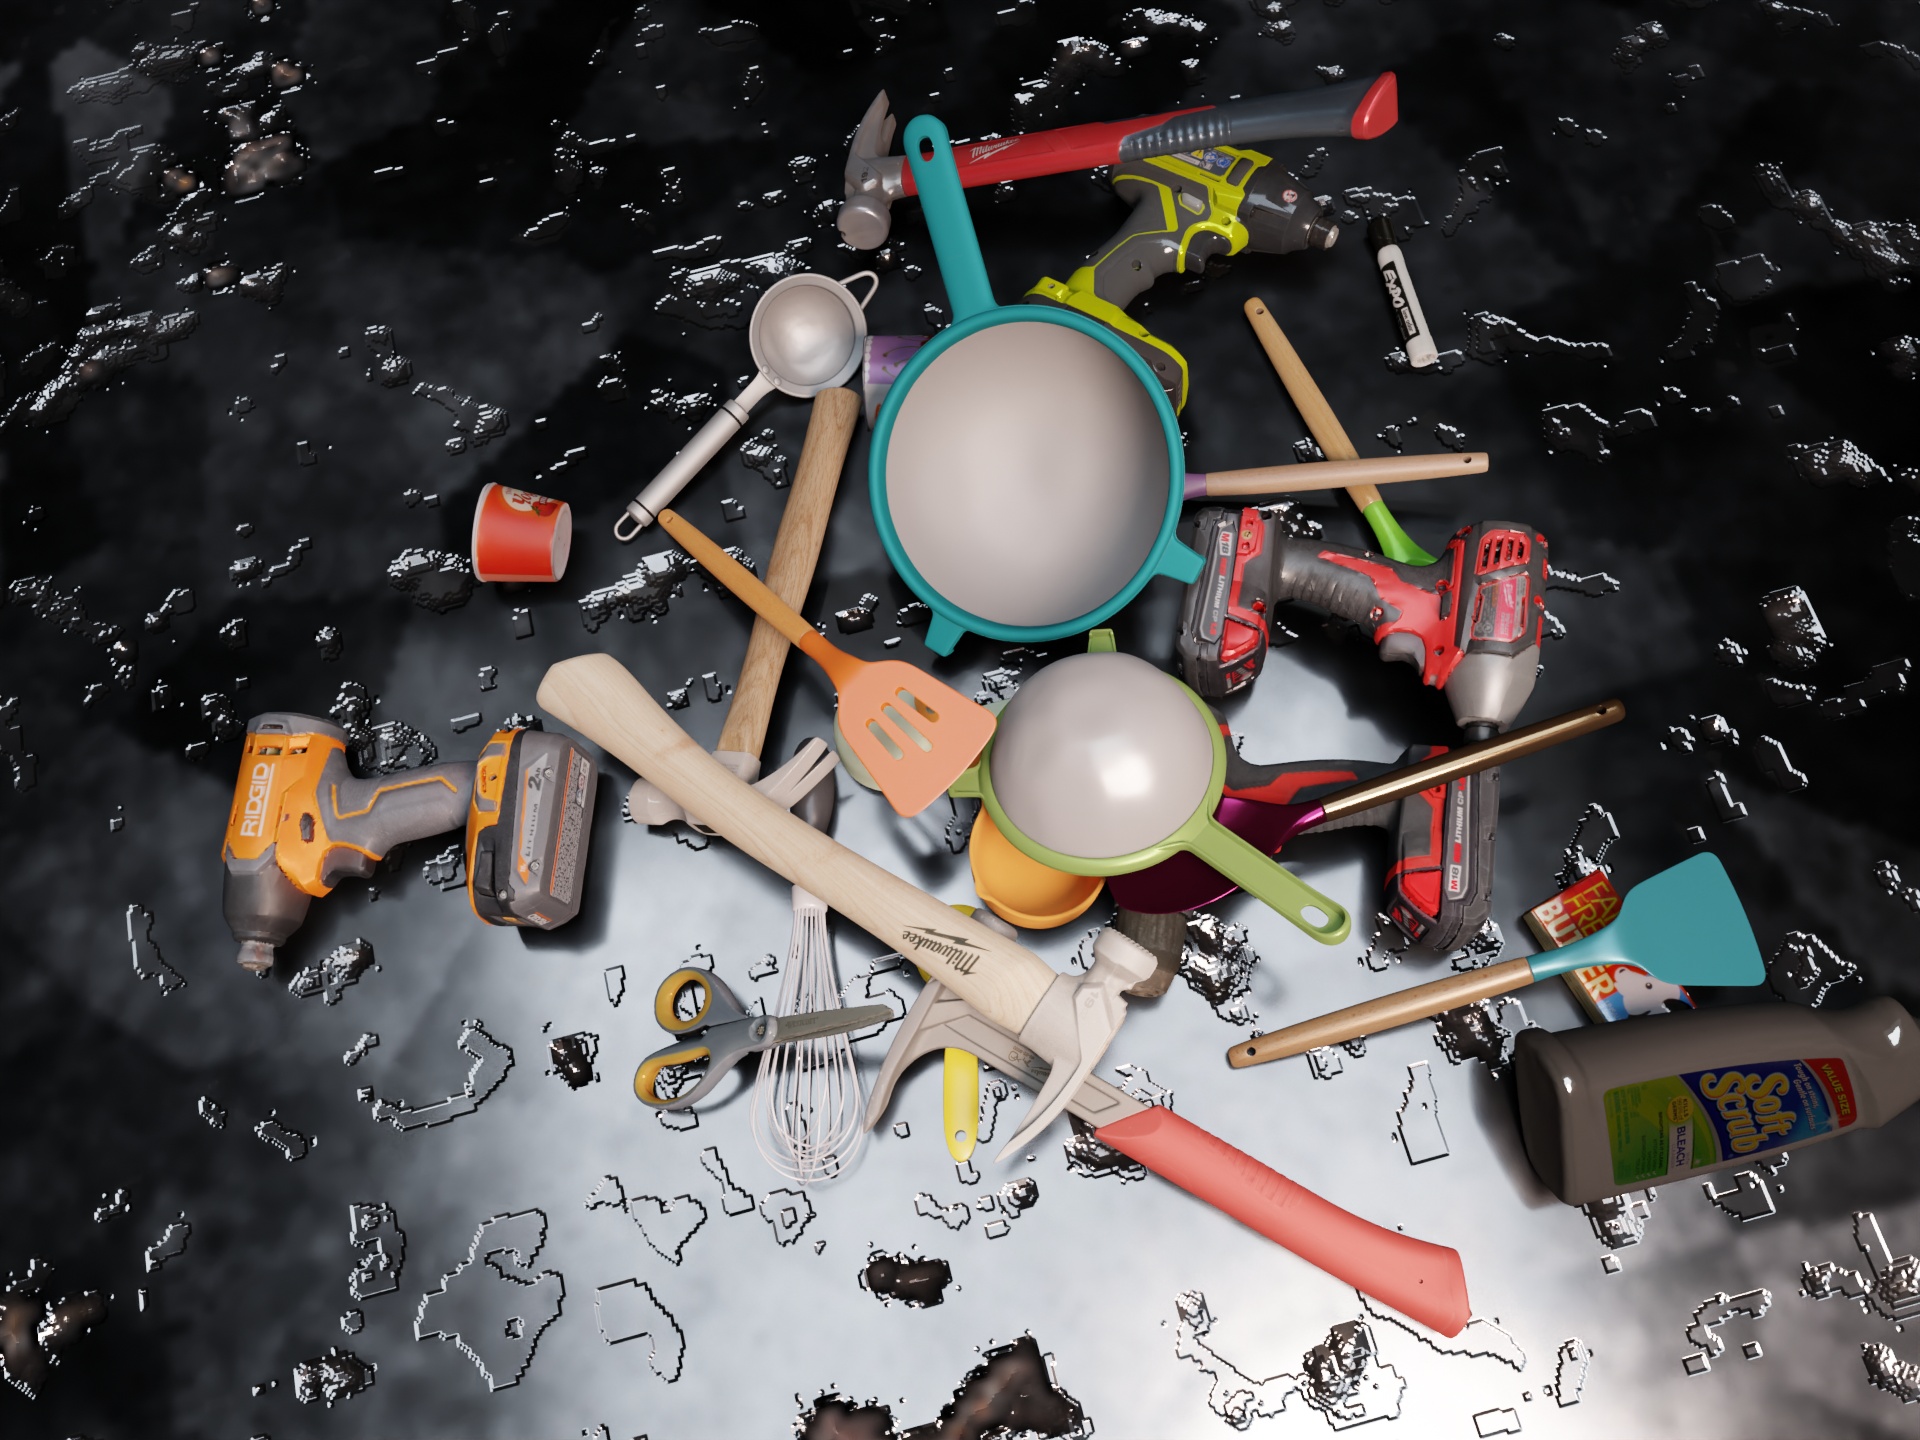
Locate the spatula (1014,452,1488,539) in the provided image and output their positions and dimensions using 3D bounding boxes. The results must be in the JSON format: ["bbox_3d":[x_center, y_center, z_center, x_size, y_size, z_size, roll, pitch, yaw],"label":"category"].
[{"bbox_3d":[0.192,-0.160,1.077,0.316,0.018,0.060,-4,75,10],"label":"spatula"}]

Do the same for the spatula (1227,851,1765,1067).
[{"bbox_3d":[0.315,0.160,0.955,0.317,0.044,0.082,-18,73,9],"label":"spatula"}]

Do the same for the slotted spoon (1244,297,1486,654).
[{"bbox_3d":[0.271,-0.167,1.087,0.070,0.031,0.314,-24,69,-2],"label":"slotted spoon"}]

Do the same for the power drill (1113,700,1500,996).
[{"bbox_3d":[0.203,0.088,0.978,0.227,0.080,0.188,8,71,9],"label":"power drill"}]

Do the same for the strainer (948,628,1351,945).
[{"bbox_3d":[0.118,0.039,0.919,0.257,0.069,0.151,36,70,29],"label":"strainer"}]

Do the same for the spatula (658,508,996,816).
[{"bbox_3d":[-0.106,-0.057,1.014,0.081,0.041,0.323,-47,51,-3],"label":"spatula"}]

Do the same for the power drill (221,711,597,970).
[{"bbox_3d":[-0.357,0.080,1.009,0.226,0.084,0.164,1,72,8],"label":"power drill"}]

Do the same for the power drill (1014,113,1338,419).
[{"bbox_3d":[0.145,-0.312,1.114,0.171,0.080,0.223,29,72,18],"label":"power drill"}]

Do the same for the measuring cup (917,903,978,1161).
[{"bbox_3d":[-0.001,0.189,0.975,0.062,0.029,0.157,-2,70,3],"label":"measuring cup"}]

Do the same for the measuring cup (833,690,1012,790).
[{"bbox_3d":[-0.002,-0.003,1.037,0.167,0.038,0.083,-11,71,1],"label":"measuring cup"}]

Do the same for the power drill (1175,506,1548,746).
[{"bbox_3d":[0.252,-0.060,1.005,0.220,0.078,0.143,7,74,14],"label":"power drill"}]

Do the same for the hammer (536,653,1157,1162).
[{"bbox_3d":[-0.094,0.091,0.949,0.411,0.038,0.146,32,86,14],"label":"hammer"}]

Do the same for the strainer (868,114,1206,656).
[{"bbox_3d":[0.035,-0.222,1.041,0.211,0.095,0.340,-16,91,23],"label":"strainer"}]

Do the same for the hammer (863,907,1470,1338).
[{"bbox_3d":[0.125,0.261,0.930,0.359,0.036,0.149,29,85,8],"label":"hammer"}]

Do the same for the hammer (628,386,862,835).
[{"bbox_3d":[-0.117,-0.080,1.063,0.130,0.031,0.331,3,66,25],"label":"hammer"}]

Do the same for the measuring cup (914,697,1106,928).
[{"bbox_3d":[0.024,0.055,1.008,0.095,0.052,0.174,-35,73,-10],"label":"measuring cup"}]

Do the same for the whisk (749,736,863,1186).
[{"bbox_3d":[-0.095,0.142,0.988,0.070,0.070,0.285,-3,66,2],"label":"whisk"}]

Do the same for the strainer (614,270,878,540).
[{"bbox_3d":[-0.155,-0.224,1.123,0.258,0.050,0.086,-48,119,-7],"label":"strainer"}]

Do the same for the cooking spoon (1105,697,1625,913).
[{"bbox_3d":[0.238,0.045,0.939,0.319,0.017,0.069,-19,56,2],"label":"cooking spoon"}]

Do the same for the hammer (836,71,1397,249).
[{"bbox_3d":[0.105,-0.414,1.112,0.386,0.038,0.143,-3,56,18],"label":"hammer"}]
